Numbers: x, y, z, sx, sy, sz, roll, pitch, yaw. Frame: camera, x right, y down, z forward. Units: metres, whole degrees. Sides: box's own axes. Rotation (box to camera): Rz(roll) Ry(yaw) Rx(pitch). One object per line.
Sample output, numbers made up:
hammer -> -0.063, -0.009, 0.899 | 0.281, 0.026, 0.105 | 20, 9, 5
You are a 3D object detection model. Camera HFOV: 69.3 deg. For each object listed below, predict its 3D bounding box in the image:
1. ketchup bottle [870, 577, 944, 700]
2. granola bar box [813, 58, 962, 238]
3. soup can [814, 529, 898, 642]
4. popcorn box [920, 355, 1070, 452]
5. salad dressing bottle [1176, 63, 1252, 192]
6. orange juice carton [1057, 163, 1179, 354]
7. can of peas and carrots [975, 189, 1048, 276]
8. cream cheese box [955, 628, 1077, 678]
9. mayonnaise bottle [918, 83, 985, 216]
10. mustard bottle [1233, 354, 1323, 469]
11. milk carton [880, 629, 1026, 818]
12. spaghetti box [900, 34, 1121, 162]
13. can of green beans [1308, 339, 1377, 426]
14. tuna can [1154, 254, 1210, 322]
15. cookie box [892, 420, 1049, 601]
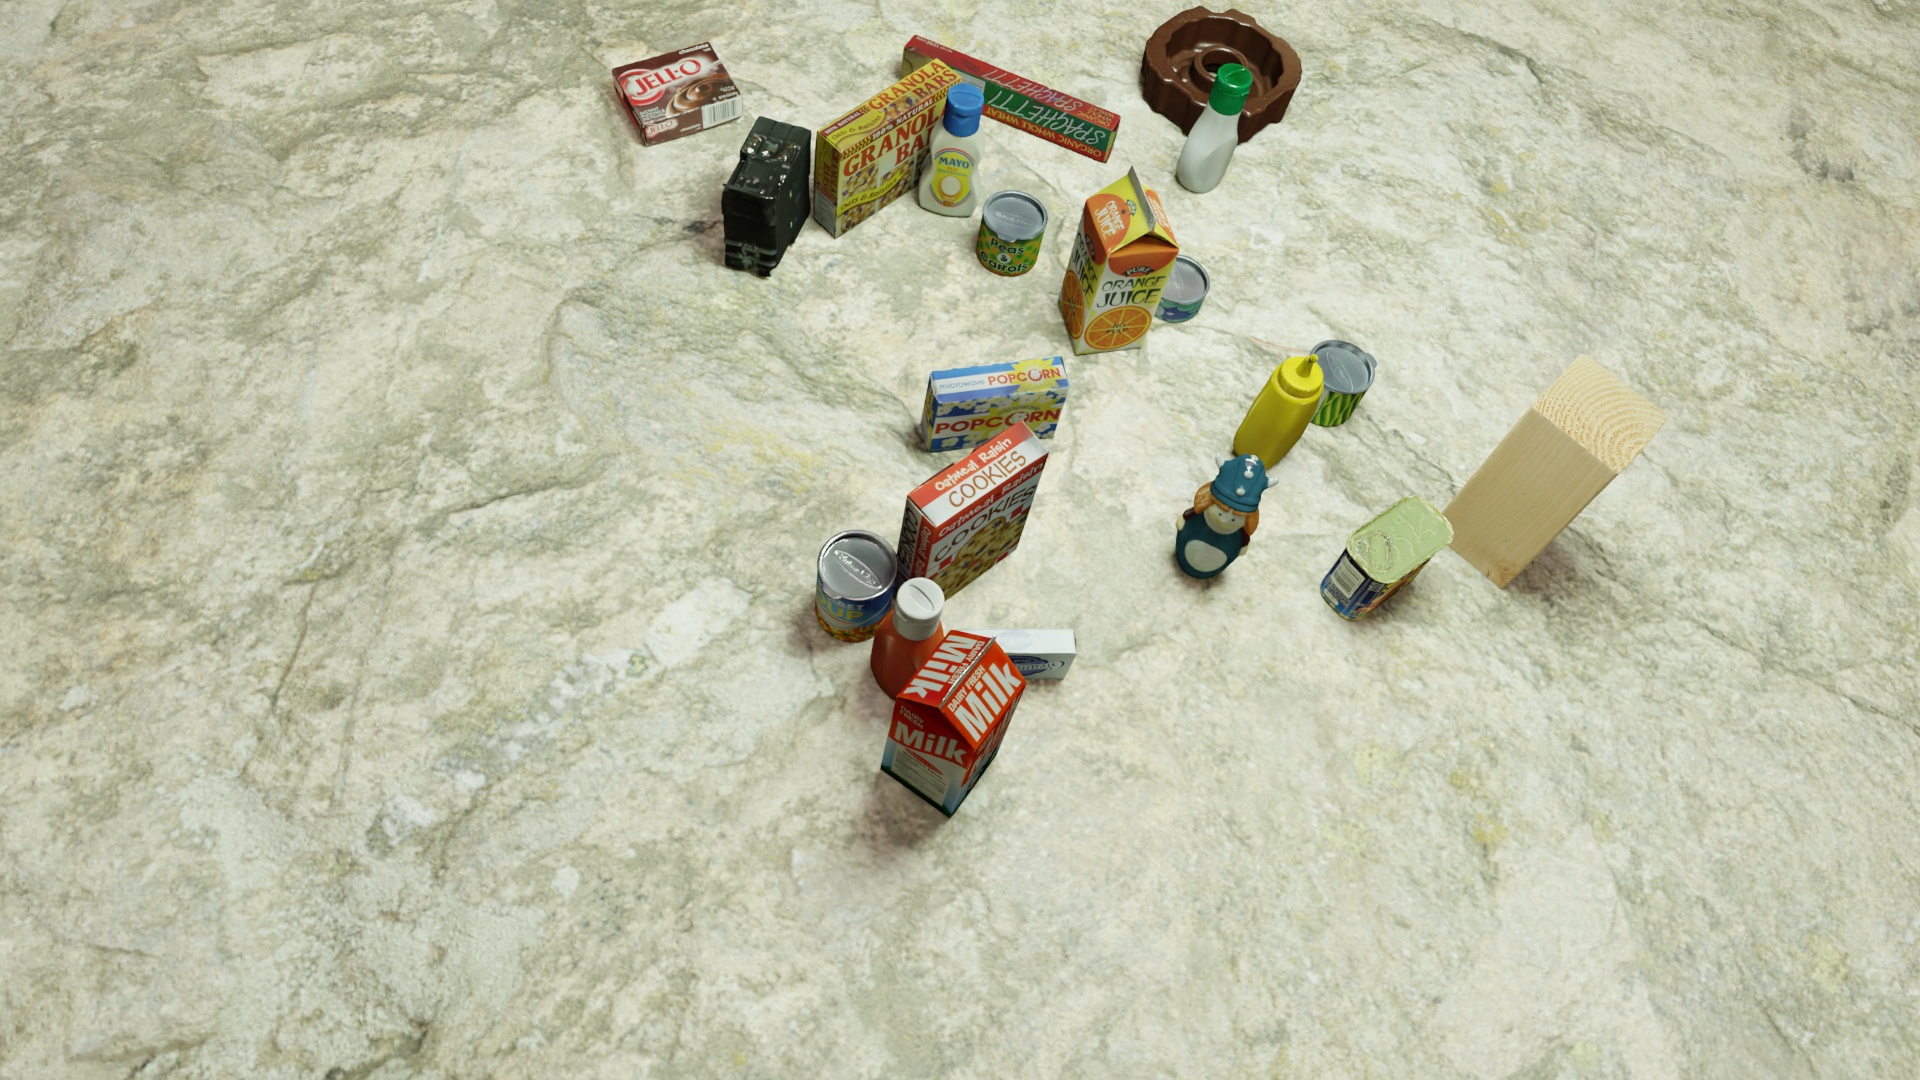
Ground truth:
ketchup bottle -> -0.040, 0.081, 1.115 | 0.044, 0.148, 0.065 | -37, 71, -25
granola bar box -> -0.076, -0.396, 1.402 | 0.039, 0.123, 0.166 | 42, 63, 16
soup can -> -0.091, 0.041, 1.168 | 0.071, 0.083, 0.071 | 4, 60, -6
popcorn box -> 0.031, -0.125, 1.282 | 0.127, 0.084, 0.038 | -8, 62, -13
salad dressing bottle -> 0.268, -0.432, 1.460 | 0.064, 0.147, 0.044 | -30, 69, -22
orange juice carton -> 0.152, -0.264, 1.319 | 0.073, 0.191, 0.072 | -8, 62, -13
can of peas and carrots -> 0.051, -0.309, 1.408 | 0.071, 0.058, 0.071 | 4, 60, -6
cream cheese box -> 0.043, 0.096, 1.173 | 0.104, 0.053, 0.024 | 0, 60, -8
mayonnaise bottle -> -0.005, -0.391, 1.396 | 0.065, 0.147, 0.041 | 10, 59, -2
mustard bottle -> 0.300, -0.126, 1.279 | 0.065, 0.159, 0.049 | -35, 71, -24
milk carton -> -0.005, 0.135, 1.064 | 0.073, 0.189, 0.073 | 33, 61, 11
spaghetti box -> 0.054, -0.481, 1.514 | 0.250, 0.050, 0.029 | 23, 60, 6
can of green beans -> 0.364, -0.154, 1.364 | 0.071, 0.057, 0.071 | 4, 60, -6
tuna can -> 0.216, -0.257, 1.417 | 0.071, 0.032, 0.071 | 4, 60, -6
cookie box -> 0.004, -0.015, 1.166 | 0.123, 0.166, 0.040 | -35, 70, -24
